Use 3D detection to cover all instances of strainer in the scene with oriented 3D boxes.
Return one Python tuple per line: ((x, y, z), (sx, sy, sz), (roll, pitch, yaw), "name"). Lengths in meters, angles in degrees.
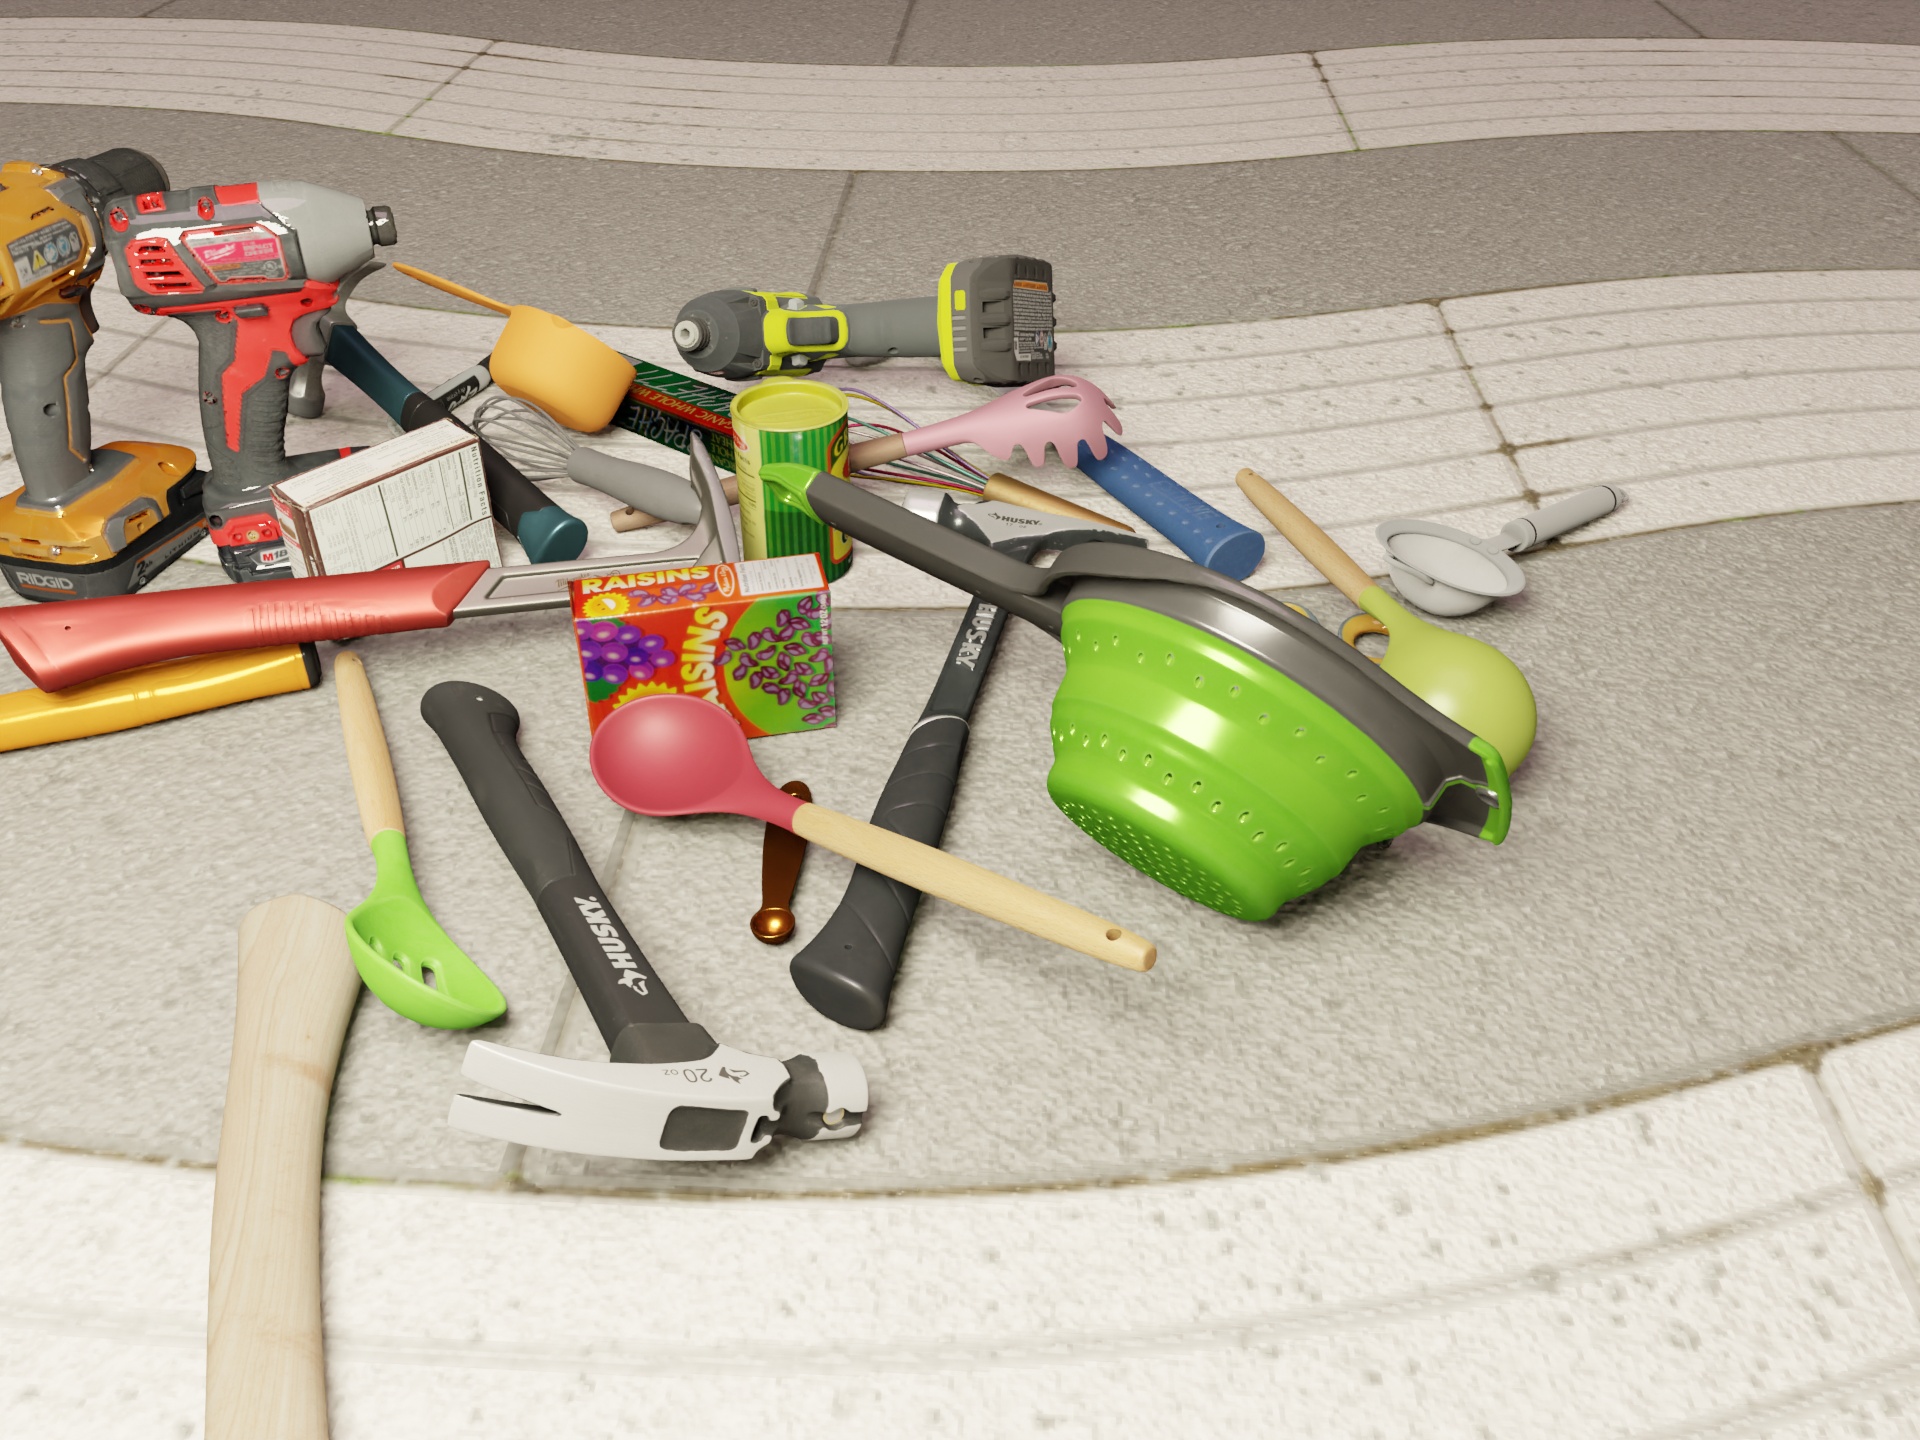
((0.322, -0.104, 0.930), (0.258, 0.050, 0.087), (-21, 47, -35), "strainer")

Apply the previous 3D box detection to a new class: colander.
((0.040, -0.013, 0.714), (0.397, 0.204, 0.094), (28, 79, 28), "colander")

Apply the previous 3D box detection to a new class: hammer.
((-0.234, 0.202, 0.514), (0.146, 0.038, 0.411), (-12, 37, -14), "hammer")
((-0.175, 0.067, 0.671), (0.146, 0.035, 0.335), (7, 23, -36), "hammer")
((-0.337, -0.186, 1.001), (0.331, 0.128, 0.033), (39, 30, 31), "hammer")
((-0.001, -0.003, 0.795), (0.149, 0.036, 0.409), (8, 37, 9), "hammer")
((0.068, -0.200, 1.063), (0.144, 0.035, 0.406), (-18, 40, -23), "hammer")
((-0.490, 0.008, 0.779), (0.337, 0.034, 0.127), (-14, 38, -19), "hammer")
((-0.293, -0.070, 0.821), (0.359, 0.036, 0.149), (-7, 62, -16), "hammer")

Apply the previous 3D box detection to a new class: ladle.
((0.208, -0.065, 0.856), (0.078, 0.062, 0.320), (-4, 29, -11), "ladle")
((-0.048, 0.048, 0.676), (0.316, 0.031, 0.069), (18, 55, 38), "ladle")

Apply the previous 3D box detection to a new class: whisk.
((0.001, -0.149, 0.996), (0.245, 0.051, 0.047), (26, 64, 25), "whisk")
((-0.230, -0.155, 0.977), (0.239, 0.055, 0.055), (23, 42, 34), "whisk")

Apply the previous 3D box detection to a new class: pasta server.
((-0.059, -0.156, 0.970), (0.316, 0.040, 0.060), (-14, 58, 3), "pasta server")

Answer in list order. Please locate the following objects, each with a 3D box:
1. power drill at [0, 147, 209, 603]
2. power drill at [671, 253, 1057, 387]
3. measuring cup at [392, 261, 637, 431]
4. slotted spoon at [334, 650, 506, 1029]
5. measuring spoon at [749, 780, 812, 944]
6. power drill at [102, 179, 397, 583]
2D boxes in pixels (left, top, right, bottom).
((-0.496, -0.202, 0.903), (0.084, 0.226, 0.185), (8, 37, 10), "power drill")
((-0.062, -0.251, 1.020), (0.223, 0.080, 0.171), (2, 13, 19), "power drill")
((-0.301, -0.243, 1.038), (0.173, 0.052, 0.095), (24, -5, -1), "measuring cup")
((-0.264, 0.044, 0.730), (0.031, 0.070, 0.314), (-50, 38, 8), "slotted spoon")
((-0.080, 0.064, 0.726), (0.021, 0.011, 0.117), (-1, 33, 1), "measuring spoon")
((-0.375, -0.192, 0.895), (0.143, 0.219, 0.079), (-13, 38, -17), "power drill")
